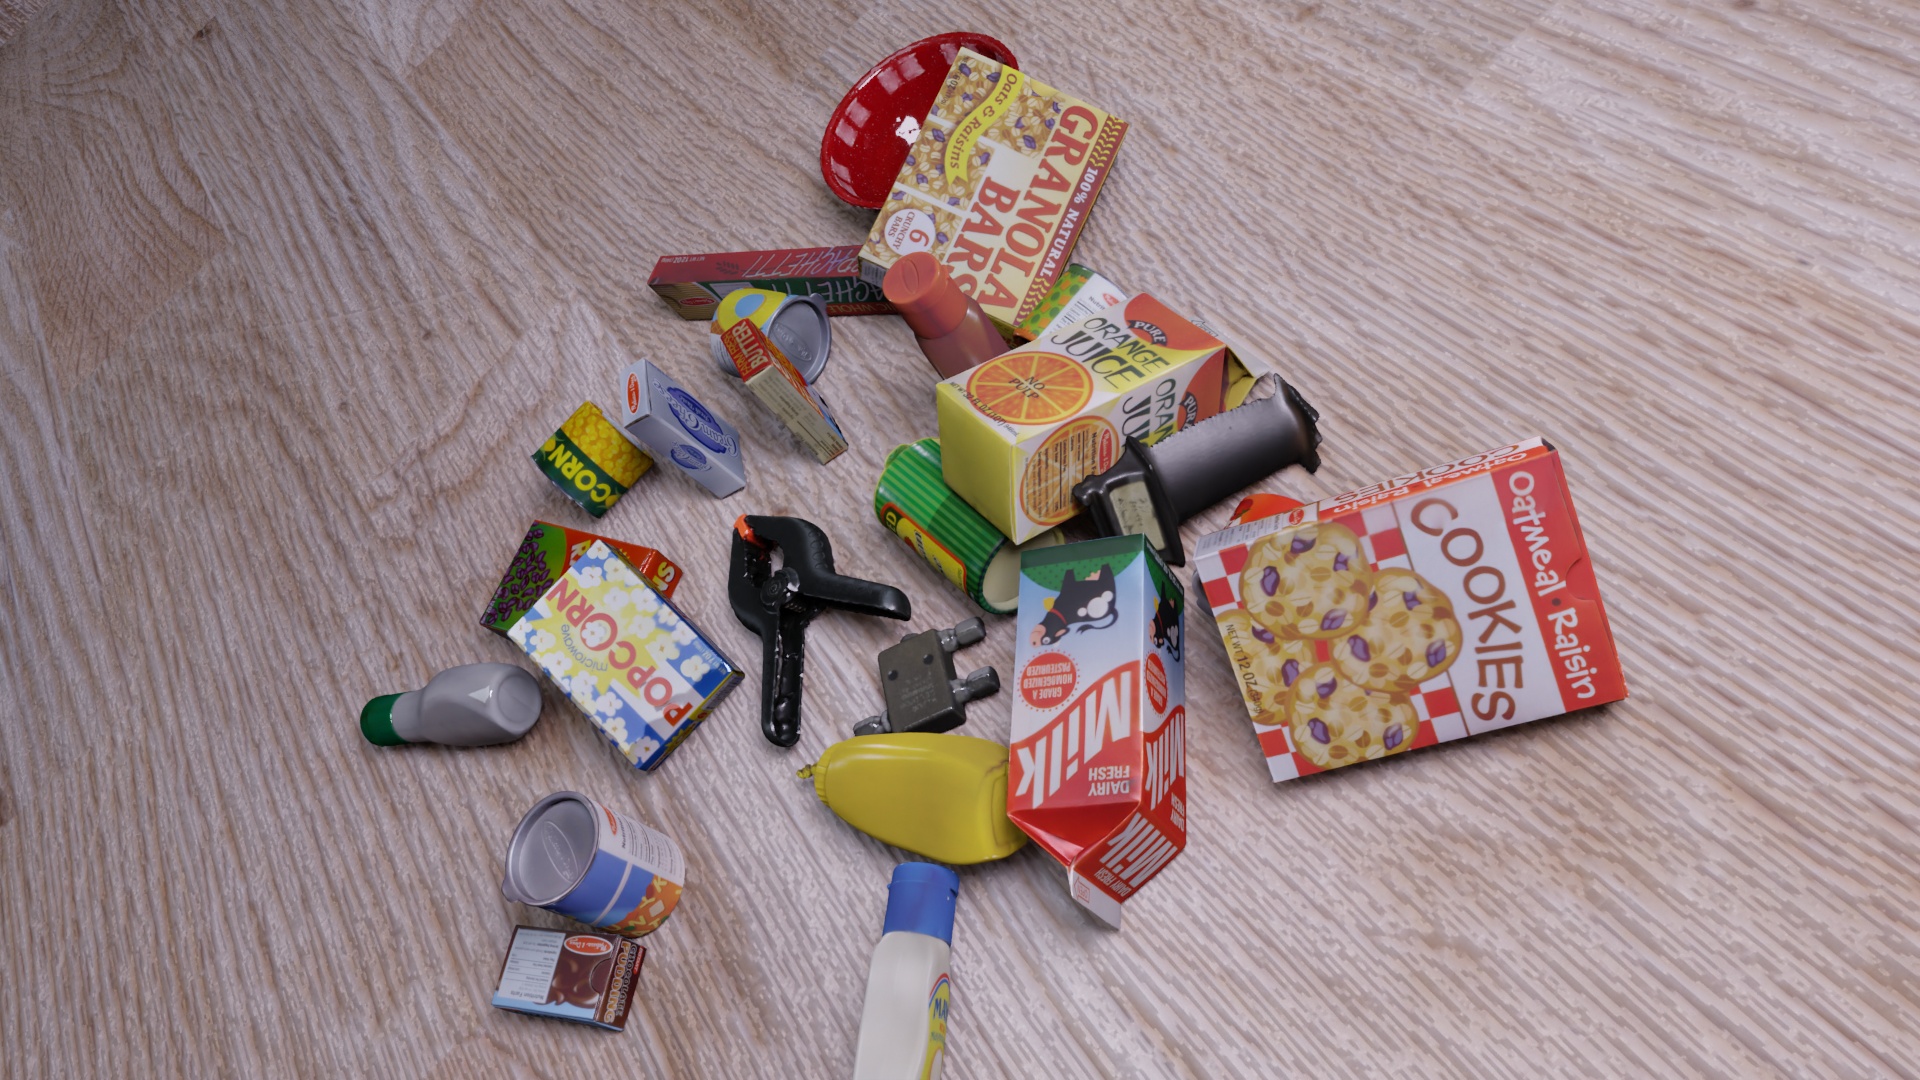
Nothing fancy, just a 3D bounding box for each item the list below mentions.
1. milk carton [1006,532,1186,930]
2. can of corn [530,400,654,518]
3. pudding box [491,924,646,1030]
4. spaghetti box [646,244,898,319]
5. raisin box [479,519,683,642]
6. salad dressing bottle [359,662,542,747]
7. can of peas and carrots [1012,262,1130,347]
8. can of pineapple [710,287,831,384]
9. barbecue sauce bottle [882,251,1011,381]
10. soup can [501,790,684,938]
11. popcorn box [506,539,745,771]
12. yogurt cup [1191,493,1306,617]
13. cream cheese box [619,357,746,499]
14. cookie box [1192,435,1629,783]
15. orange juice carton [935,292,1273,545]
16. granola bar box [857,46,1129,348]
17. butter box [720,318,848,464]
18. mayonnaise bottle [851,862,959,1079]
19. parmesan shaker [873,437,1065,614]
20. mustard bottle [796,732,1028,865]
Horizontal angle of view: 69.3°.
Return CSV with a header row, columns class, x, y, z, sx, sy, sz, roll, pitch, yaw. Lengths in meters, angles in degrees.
class,x,y,z,sx,sy,sz,roll,pitch,yaw
milk carton,0.072,0.098,0.720,0.073,0.072,0.191,-10,59,24
can of corn,-0.264,-0.058,1.000,0.058,0.071,0.071,-47,51,-3
pudding box,-0.231,0.257,0.820,0.083,0.030,0.050,-3,60,27
spaghetti box,-0.116,-0.186,1.007,0.250,0.050,0.029,4,66,30
raisin box,-0.263,0.039,0.961,0.123,0.040,0.086,12,68,33
salad dressing bottle,-0.353,0.117,0.953,0.147,0.064,0.044,-11,46,32
can of peas and carrots,0.074,-0.128,0.860,0.059,0.070,0.071,-49,51,-4
can of pineapple,-0.133,-0.144,0.982,0.058,0.071,0.071,16,71,35
barbecue sauce bottle,0.003,-0.115,0.836,0.043,0.148,0.065,-24,54,14
soup can,-0.214,0.193,0.814,0.071,0.083,0.071,-14,57,22
popcorn box,-0.211,0.073,0.880,0.127,0.038,0.085,43,86,11
yogurt cup,0.162,0.012,0.729,0.072,0.072,0.054,12,61,33
cream cheese box,-0.188,-0.075,0.946,0.024,0.103,0.053,-28,52,18
cookie box,0.210,0.035,0.656,0.167,0.122,0.040,-18,11,19
orange juice carton,0.085,-0.080,0.793,0.193,0.072,0.072,-27,46,-24
granola bar box,0.022,-0.225,0.913,0.124,0.039,0.166,24,78,-1
butter box,-0.115,-0.098,0.920,0.024,0.103,0.053,-36,51,5
mayonnaise bottle,-0.027,0.239,0.700,0.041,0.064,0.149,0,58,14
parmesan shaker,0.003,-0.010,0.823,0.071,0.071,0.103,-48,51,-4
mustard bottle,-0.034,0.135,0.764,0.160,0.049,0.065,3,96,42
